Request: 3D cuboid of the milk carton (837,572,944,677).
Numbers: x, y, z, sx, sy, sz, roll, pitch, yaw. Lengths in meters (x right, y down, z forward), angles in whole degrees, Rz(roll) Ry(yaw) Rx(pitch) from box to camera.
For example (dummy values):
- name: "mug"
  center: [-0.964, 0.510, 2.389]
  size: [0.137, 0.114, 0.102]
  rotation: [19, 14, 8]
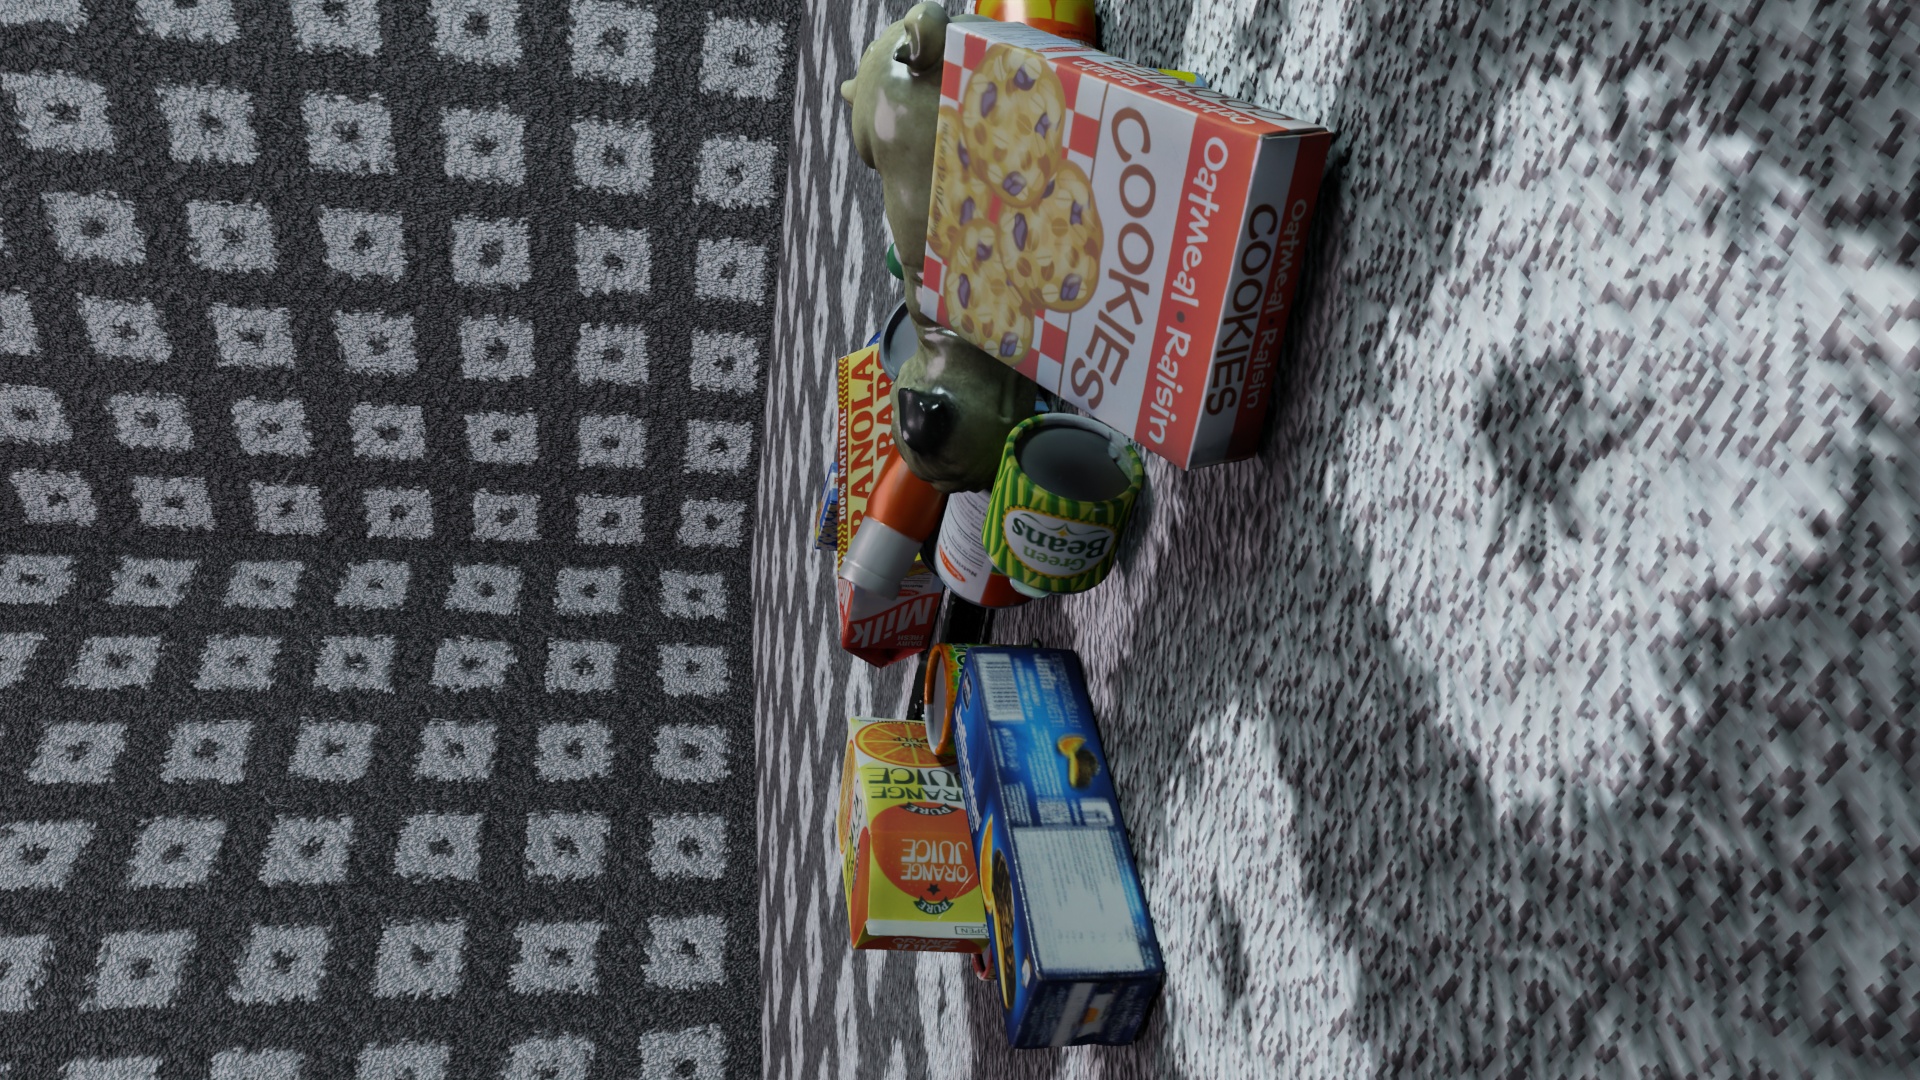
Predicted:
- name: "milk carton"
  center: [-0.057, 0.027, 1.117]
  size: [0.189, 0.073, 0.073]
  rotation: [105, 163, -46]

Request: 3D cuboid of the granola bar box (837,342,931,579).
- name: "granola bar box"
  center: [-0.032, -0.060, 0.966]
  size: [0.124, 0.039, 0.166]
  rotation: [-14, 71, 43]

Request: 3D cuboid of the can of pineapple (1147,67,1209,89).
- name: "can of pineapple"
  center: [0.069, -0.170, 0.597]
  size: [0.071, 0.058, 0.071]
  rotation: [-176, 88, -78]

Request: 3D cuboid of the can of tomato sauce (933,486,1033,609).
- name: "can of tomato sauce"
  center: [0.026, -0.015, 0.759]
  size: [0.082, 0.071, 0.071]
  rotation: [106, 162, -47]

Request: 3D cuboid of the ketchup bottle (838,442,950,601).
- name: "ketchup bottle"
  center: [-0.022, -0.040, 0.786]
  size: [0.149, 0.043, 0.065]
  rotation: [-64, 5, 0]

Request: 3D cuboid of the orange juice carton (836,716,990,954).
- name: "orange juice carton"
  center: [-0.026, 0.172, 0.786]
  size: [0.193, 0.072, 0.072]
  rotation: [-118, 35, -72]

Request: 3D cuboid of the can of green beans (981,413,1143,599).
- name: "can of green beans"
  center: [0.047, -0.018, 0.652]
  size: [0.071, 0.071, 0.057]
  rotation: [-100, 17, -44]

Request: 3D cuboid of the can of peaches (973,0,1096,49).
- name: "can of peaches"
  center: [0.042, -0.257, 0.733]
  size: [0.071, 0.071, 0.058]
  rotation: [128, 142, -70]

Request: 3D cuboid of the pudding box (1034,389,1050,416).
- name: "pudding box"
  center: [0.028, -0.074, 0.840]
  size: [0.084, 0.030, 0.049]
  rotation: [-107, 23, -58]

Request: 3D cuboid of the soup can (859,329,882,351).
- name: "soup can"
  center: [-0.042, -0.123, 1.081]
  size: [0.084, 0.071, 0.071]
  rotation: [-108, 23, -58]

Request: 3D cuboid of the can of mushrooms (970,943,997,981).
- name: "can of mushrooms"
  center: [0.027, 0.216, 0.785]
  size: [0.071, 0.033, 0.071]
  rotation: [-175, 88, -78]

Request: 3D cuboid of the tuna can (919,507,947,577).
- name: "tuna can"
  center: [0.003, -0.011, 0.852]
  size: [0.033, 0.071, 0.070]
  rotation: [-105, 21, -56]

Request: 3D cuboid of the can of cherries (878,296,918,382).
- name: "can of cherries"
  center: [-0.007, -0.122, 0.889]
  size: [0.071, 0.058, 0.071]
  rotation: [-10, 72, 33]

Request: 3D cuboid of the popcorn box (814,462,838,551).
- name: "popcorn box"
  center: [-0.077, -0.026, 1.197]
  size: [0.126, 0.085, 0.038]
  rotation: [122, 149, -68]

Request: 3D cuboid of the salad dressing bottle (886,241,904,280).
- name: "salad dressing bottle"
  center: [-0.031, -0.243, 1.117]
  size: [0.147, 0.044, 0.064]
  rotation: [164, 107, -78]

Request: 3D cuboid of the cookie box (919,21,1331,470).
- name: "cookie box"
  center: [0.054, -0.118, 0.532]
  size: [0.168, 0.040, 0.122]
  rotation: [37, 131, 41]

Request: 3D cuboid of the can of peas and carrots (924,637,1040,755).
- name: "can of peas and carrots"
  center: [0.013, 0.091, 0.810]
  size: [0.071, 0.059, 0.071]
  rotation: [-176, 88, -78]
